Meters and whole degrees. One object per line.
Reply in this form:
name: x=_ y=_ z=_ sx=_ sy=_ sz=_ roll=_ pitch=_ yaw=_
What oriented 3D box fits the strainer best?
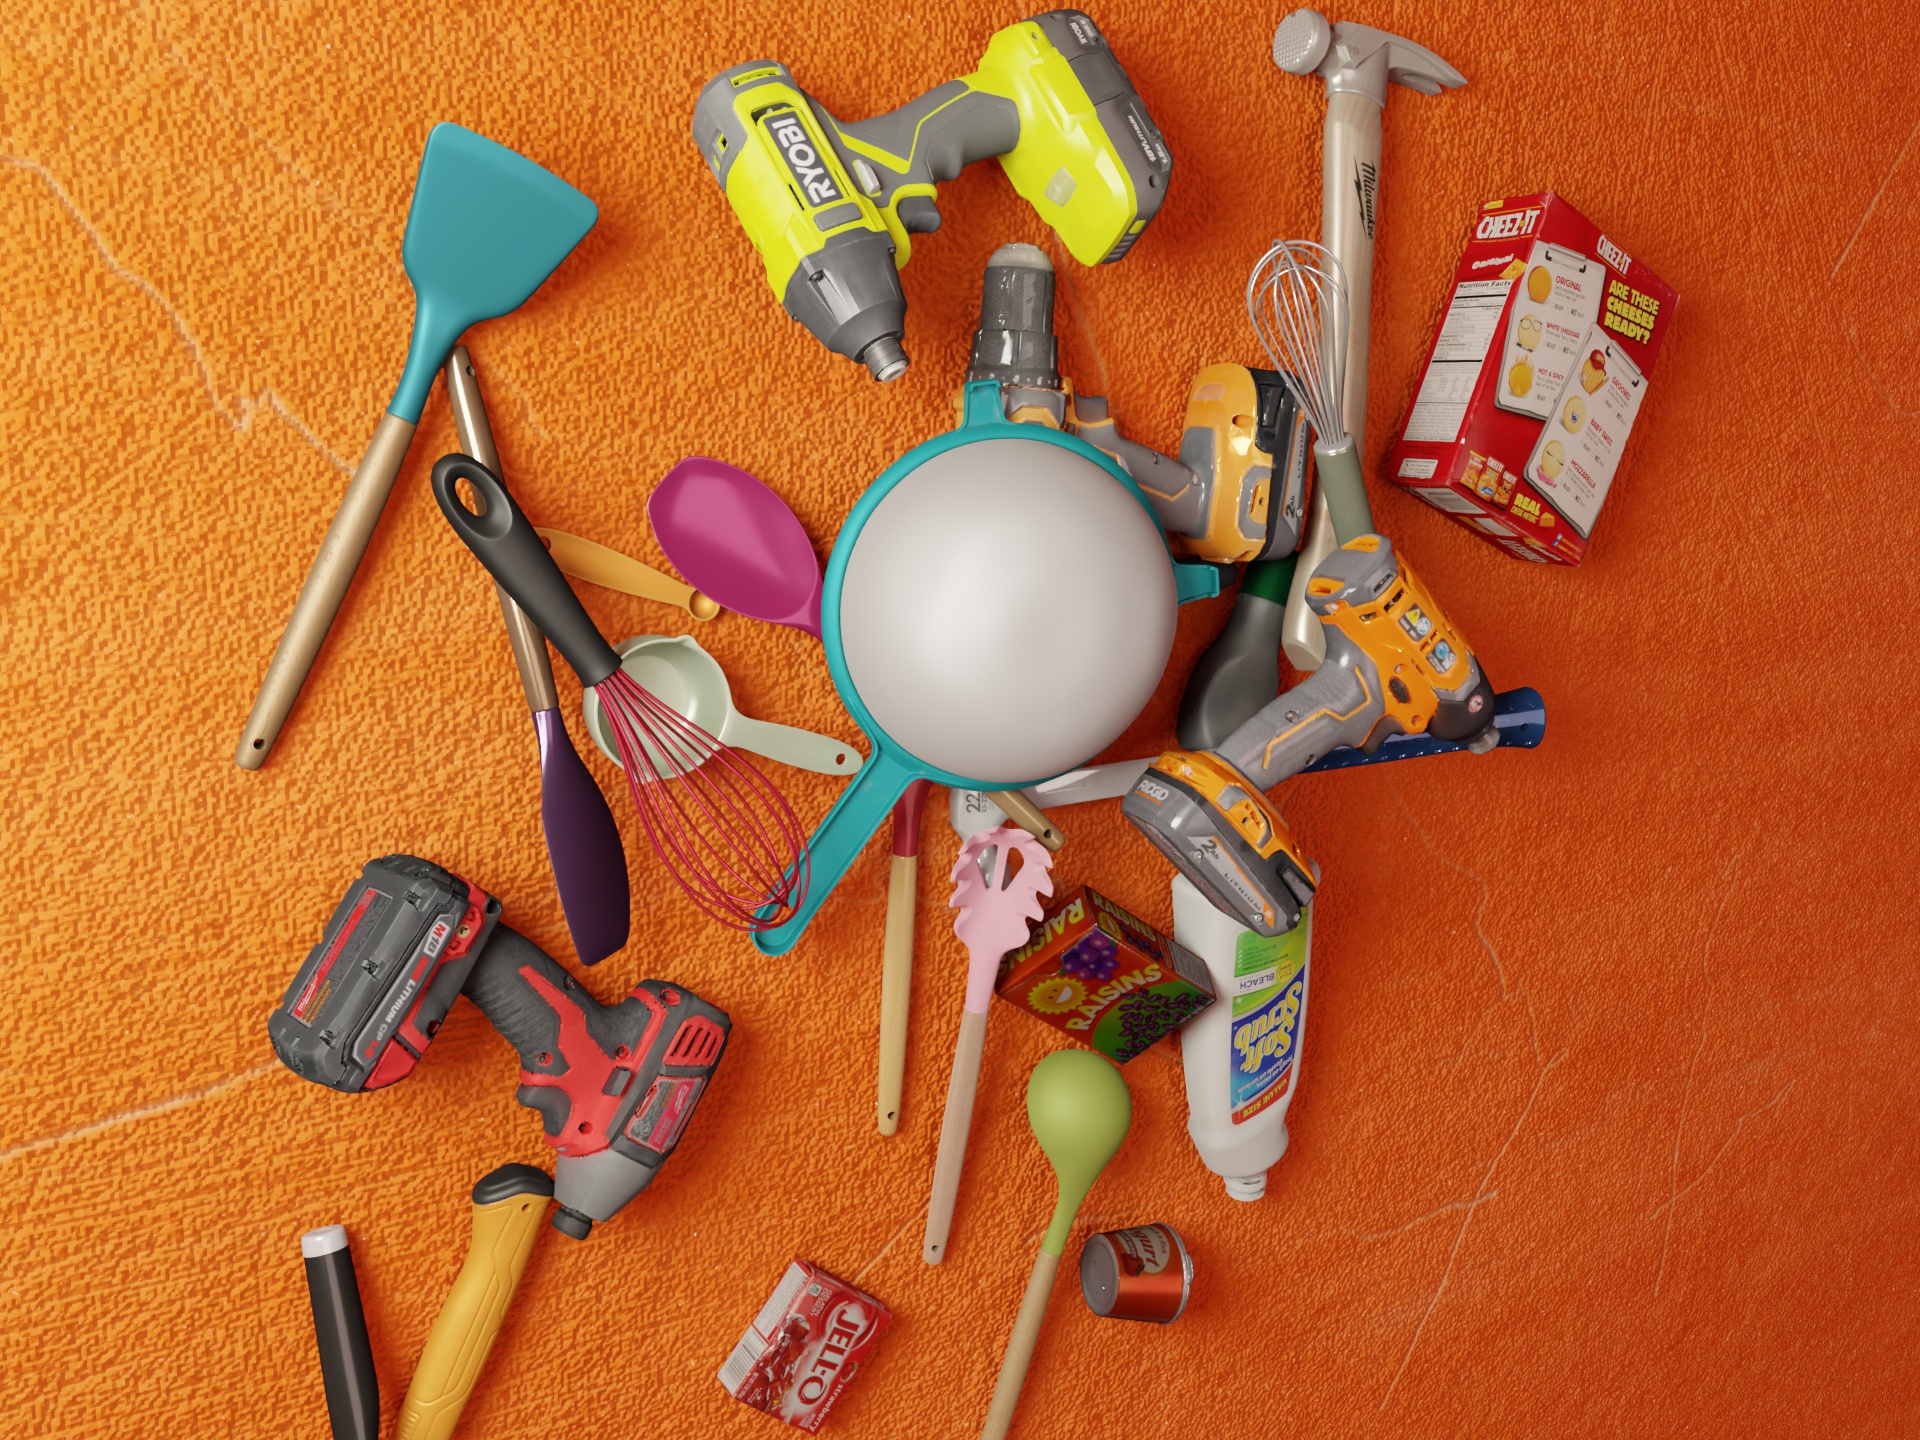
strainer: x=-0.001 y=-0.003 z=0.862 sx=0.210 sy=0.095 sz=0.340 roll=37 pitch=88 yaw=-21

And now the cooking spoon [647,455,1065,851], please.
cooking spoon: x=-0.050 y=-0.028 z=0.905 sx=0.318 sy=0.017 sz=0.069 roll=43 pitch=80 yaw=-19

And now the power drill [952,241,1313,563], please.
power drill: x=0.100 y=-0.182 z=0.957 sx=0.226 sy=0.084 sz=0.185 roll=-1 pitch=100 yaw=-26

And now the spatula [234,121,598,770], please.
spatula: x=-0.275 y=-0.119 z=0.752 sx=0.082 sy=0.044 sz=0.317 roll=23 pitch=93 yaw=-33

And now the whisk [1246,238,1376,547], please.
whisk: x=0.221 y=-0.174 z=0.954 sx=0.058 sy=0.059 sz=0.246 roll=-21 pitch=123 yaw=4

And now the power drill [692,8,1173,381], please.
power drill: x=-0.007 y=-0.280 z=0.840 sx=0.223 sy=0.080 sz=0.171 roll=-26 pitch=83 yaw=-25

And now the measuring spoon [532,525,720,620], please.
measuring spoon: x=-0.182 y=-0.079 z=0.848 sx=0.116 sy=0.011 sz=0.021 roll=20 pitch=84 yaw=-29

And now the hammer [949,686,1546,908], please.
hammer: x=0.189 y=0.019 z=1.021 sx=0.405 sy=0.035 sz=0.144 roll=-8 pitch=104 yaw=-14

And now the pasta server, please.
pasta server: x=0.006 y=0.206 z=0.984 sx=0.060 sy=0.040 sz=0.316 roll=9 pitch=108 yaw=-2

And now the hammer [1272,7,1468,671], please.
hammer: x=0.257 y=-0.236 z=1.035 sx=0.146 sy=0.038 sz=0.410 roll=1 pitch=93 yaw=-33

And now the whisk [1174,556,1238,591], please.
whisk: x=0.084 y=-0.075 z=0.991 sx=0.239 sy=0.055 sz=0.055 roll=-13 pitch=108 yaw=-33

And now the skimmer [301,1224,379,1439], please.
skimmer: x=-0.311 y=0.444 z=0.791 sx=0.090 sy=0.127 sz=0.363 roll=-6 pitch=85 yaw=-64

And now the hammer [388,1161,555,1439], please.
hammer: x=-0.293 y=0.405 z=0.872 sx=0.127 sy=0.034 sz=0.337 roll=23 pitch=88 yaw=-32

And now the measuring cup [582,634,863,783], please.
measuring cup: x=-0.130 y=0.002 z=0.881 sx=0.167 sy=0.038 sz=0.083 roll=18 pitch=91 yaw=-35

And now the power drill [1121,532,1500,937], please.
power drill: x=0.226 y=0.020 z=0.972 sx=0.226 sy=0.084 sz=0.164 roll=-47 pitch=110 yaw=-6

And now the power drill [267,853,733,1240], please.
power drill: x=-0.231 y=0.174 z=0.827 sx=0.219 sy=0.079 sz=0.143 roll=39 pitch=70 yaw=-35

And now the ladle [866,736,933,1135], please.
ladle: x=-0.034 y=0.106 z=0.967 sx=0.069 sy=0.031 sz=0.315 roll=1 pitch=103 yaw=-17

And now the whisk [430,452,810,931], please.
whisk: x=-0.168 y=-0.009 z=0.800 sx=0.073 sy=0.073 sz=0.295 roll=-41 pitch=112 yaw=-18

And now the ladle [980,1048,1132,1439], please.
ladle: x=0.048 y=0.374 z=1.075 sx=0.078 sy=0.062 sz=0.320 roll=8 pitch=103 yaw=-34

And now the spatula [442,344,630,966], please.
spatula: x=-0.215 y=-0.031 z=0.804 sx=0.060 sy=0.018 sz=0.316 roll=-31 pitch=110 yaw=-64
